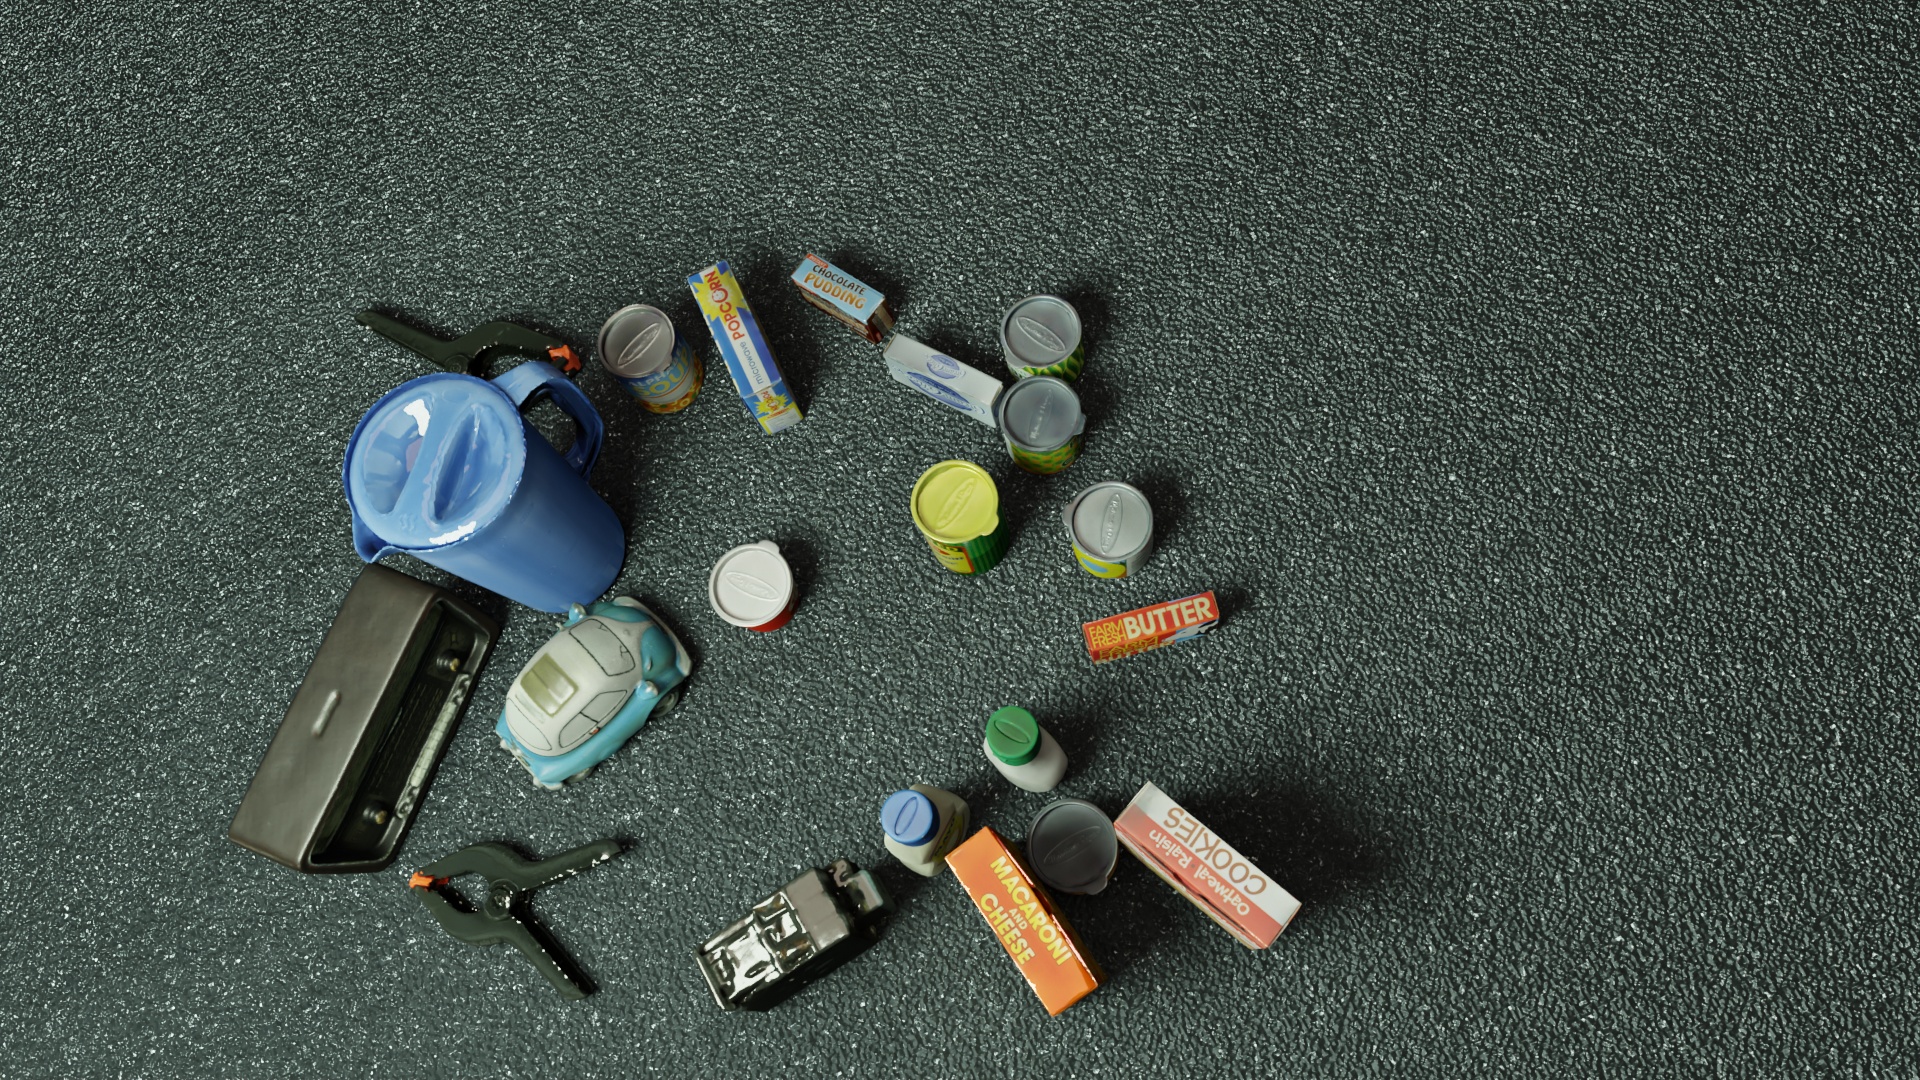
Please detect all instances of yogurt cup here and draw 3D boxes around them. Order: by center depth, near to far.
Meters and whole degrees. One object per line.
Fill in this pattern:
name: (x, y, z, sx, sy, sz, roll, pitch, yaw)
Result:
yogurt cup: (-0.163, 0.042, 1.121, 0.072, 0.054, 0.072, -2, 73, 7)

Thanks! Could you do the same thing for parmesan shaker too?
parmesan shaker: (0.004, -0.014, 1.090, 0.071, 0.103, 0.071, -2, 73, 7)

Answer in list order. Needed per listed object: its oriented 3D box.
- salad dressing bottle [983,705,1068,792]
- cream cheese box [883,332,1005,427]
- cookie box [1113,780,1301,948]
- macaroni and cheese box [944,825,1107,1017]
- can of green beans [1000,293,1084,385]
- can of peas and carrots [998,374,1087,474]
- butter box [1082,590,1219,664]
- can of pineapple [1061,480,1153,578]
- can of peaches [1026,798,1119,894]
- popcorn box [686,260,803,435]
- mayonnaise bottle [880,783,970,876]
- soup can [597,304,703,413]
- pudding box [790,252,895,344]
salad dressing bottle: (0.045, 0.151, 1.011, 0.064, 0.147, 0.044, 29, 79, 15)
cream cheese box: (-0.011, -0.133, 1.155, 0.104, 0.053, 0.024, 27, 79, 14)
cookie box: (0.166, 0.229, 0.960, 0.123, 0.167, 0.040, 37, 82, 16)
macaroni and cheese box: (0.049, 0.264, 0.965, 0.040, 0.166, 0.124, -35, 72, -4)
can of green beans: (0.068, -0.162, 1.151, 0.071, 0.057, 0.071, -2, 73, 7)
can of peas and carrots: (0.069, -0.093, 1.129, 0.071, 0.058, 0.071, -2, 73, 7)
butter box: (0.147, 0.068, 1.073, 0.103, 0.053, 0.024, -15, 72, 3)
can of pineapple: (0.118, -0.008, 1.097, 0.071, 0.057, 0.071, -2, 73, 7)
can of peaches: (0.085, 0.230, 1.028, 0.071, 0.058, 0.071, -2, 73, 7)
popcorn box: (-0.180, -0.161, 1.169, 0.038, 0.085, 0.127, -26, 72, -1)
mayonnaise bottle: (-0.027, 0.206, 1.003, 0.041, 0.147, 0.065, 25, 78, 14)
soup can: (-0.259, -0.150, 1.177, 0.071, 0.083, 0.071, -2, 73, 7)
pudding box: (-0.100, -0.208, 1.192, 0.084, 0.049, 0.030, 33, 80, 16)
